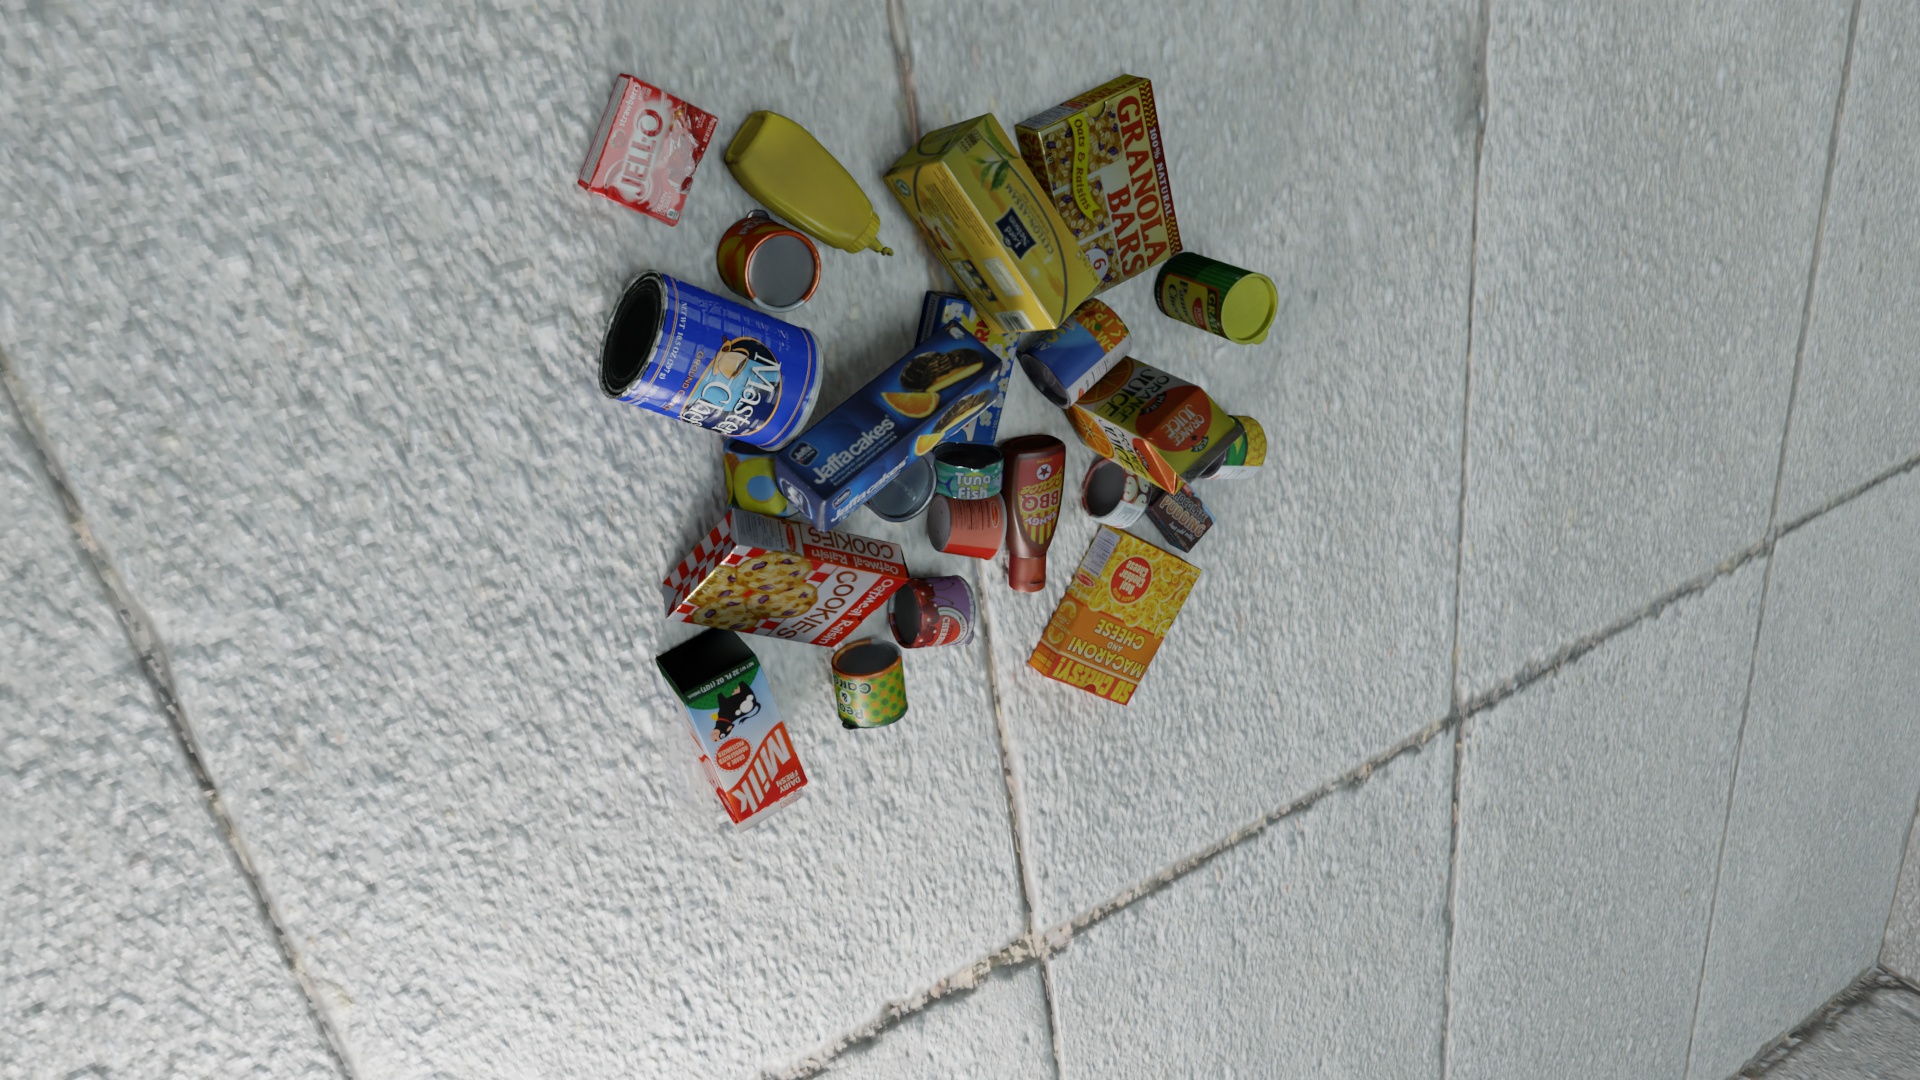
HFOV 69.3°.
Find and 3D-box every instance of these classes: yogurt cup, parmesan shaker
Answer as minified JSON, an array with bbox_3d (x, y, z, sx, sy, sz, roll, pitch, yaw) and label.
[{"bbox_3d":[0.005,-0.016,1.274,0.054,0.072,0.072,2,110,-25],"label":"yogurt cup"},{"bbox_3d":[0.239,-0.226,1.304,0.071,0.103,0.071,-13,117,-27],"label":"parmesan shaker"}]

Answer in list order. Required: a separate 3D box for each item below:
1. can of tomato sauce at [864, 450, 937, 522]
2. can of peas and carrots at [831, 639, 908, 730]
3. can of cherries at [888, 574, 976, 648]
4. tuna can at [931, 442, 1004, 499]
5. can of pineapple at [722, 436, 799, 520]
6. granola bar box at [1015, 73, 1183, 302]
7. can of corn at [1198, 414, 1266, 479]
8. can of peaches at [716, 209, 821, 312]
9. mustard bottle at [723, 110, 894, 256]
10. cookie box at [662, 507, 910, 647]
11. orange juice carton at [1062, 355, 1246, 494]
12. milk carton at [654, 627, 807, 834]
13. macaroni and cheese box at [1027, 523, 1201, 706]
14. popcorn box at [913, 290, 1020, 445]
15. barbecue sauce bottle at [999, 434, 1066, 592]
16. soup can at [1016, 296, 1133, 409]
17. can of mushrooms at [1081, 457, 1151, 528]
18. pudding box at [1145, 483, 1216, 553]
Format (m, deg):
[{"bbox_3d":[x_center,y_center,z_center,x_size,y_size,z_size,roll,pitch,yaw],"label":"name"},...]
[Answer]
[{"bbox_3d":[-0.068,-0.062,1.193,0.071,0.083,0.071,-13,117,-27],"label":"can of tomato sauce"},{"bbox_3d":[-0.085,0.132,1.278,0.071,0.071,0.058,-18,119,-25],"label":"can of peas and carrots"},{"bbox_3d":[-0.026,0.068,1.285,0.058,0.071,0.071,-2,112,-32],"label":"can of cherries"},{"bbox_3d":[0.006,-0.063,1.248,0.071,0.071,0.032,-12,118,-28],"label":"tuna can"},{"bbox_3d":[-0.163,-0.055,1.148,0.071,0.071,0.057,-14,117,-27],"label":"can of pineapple"},{"bbox_3d":[0.127,-0.311,1.235,0.124,0.039,0.164,-30,124,-19],"label":"granola bar box"},{"bbox_3d":[0.266,-0.097,1.403,0.058,0.071,0.071,-1,111,-33],"label":"can of corn"},{"bbox_3d":[-0.150,-0.218,1.087,0.071,0.058,0.071,-14,118,-27],"label":"can of peaches"},{"bbox_3d":[-0.111,-0.269,1.096,0.160,0.049,0.065,36,86,-38],"label":"mustard bottle"},{"bbox_3d":[-0.147,0.036,1.174,0.167,0.040,0.122,14,140,-36],"label":"cookie box"},{"bbox_3d":[0.173,-0.105,1.259,0.072,0.193,0.072,-41,126,-9],"label":"orange juice carton"},{"bbox_3d":[-0.194,0.175,1.224,0.072,0.073,0.189,-28,123,-19],"label":"milk carton"},{"bbox_3d":[0.159,0.078,1.428,0.123,0.040,0.166,24,97,-37],"label":"macaroni and cheese box"},{"bbox_3d":[0.001,-0.152,1.226,0.085,0.038,0.126,2,109,-34],"label":"popcorn box"},{"bbox_3d":[0.066,-0.024,1.321,0.065,0.044,0.147,-12,117,-29],"label":"barbecue sauce bottle"},{"bbox_3d":[0.104,-0.174,1.267,0.084,0.071,0.071,-43,127,-10],"label":"soup can"},{"bbox_3d":[0.151,-0.049,1.352,0.033,0.071,0.071,16,102,-35],"label":"can of mushrooms"},{"bbox_3d":[0.221,-0.032,1.425,0.050,0.030,0.083,-48,128,-7],"label":"pudding box"}]
